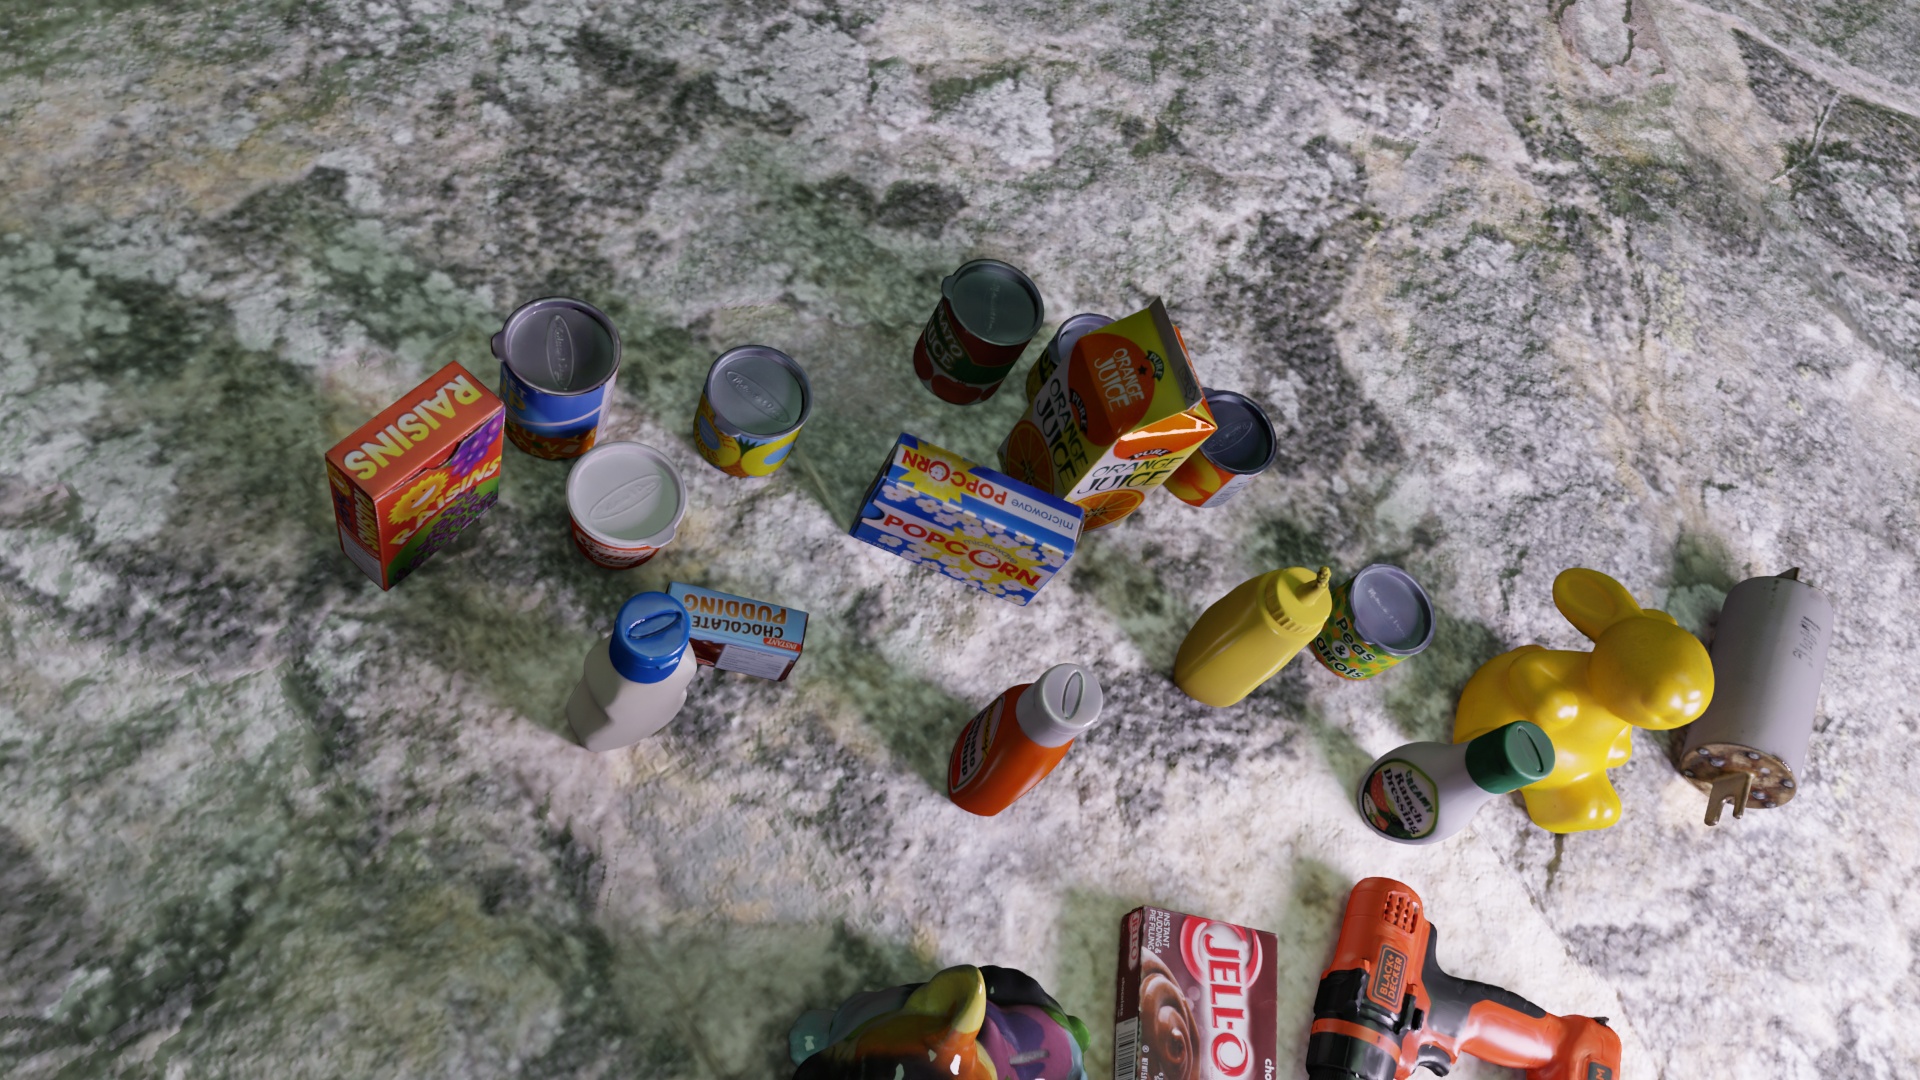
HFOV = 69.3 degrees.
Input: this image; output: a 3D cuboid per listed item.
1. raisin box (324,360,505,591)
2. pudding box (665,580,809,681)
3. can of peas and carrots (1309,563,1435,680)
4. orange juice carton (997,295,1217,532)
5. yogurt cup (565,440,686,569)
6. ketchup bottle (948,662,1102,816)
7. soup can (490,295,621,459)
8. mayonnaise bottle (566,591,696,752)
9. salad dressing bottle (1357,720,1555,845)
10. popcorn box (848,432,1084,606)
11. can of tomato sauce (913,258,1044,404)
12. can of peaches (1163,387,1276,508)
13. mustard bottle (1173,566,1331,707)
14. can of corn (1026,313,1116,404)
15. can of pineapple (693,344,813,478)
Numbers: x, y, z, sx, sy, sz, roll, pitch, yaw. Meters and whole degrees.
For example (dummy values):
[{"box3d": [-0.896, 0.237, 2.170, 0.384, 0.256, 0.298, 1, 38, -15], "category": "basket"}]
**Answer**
[{"box3d": [-0.292, -0.032, 0.750, 0.040, 0.123, 0.086, 43, 59, 3], "category": "raisin box"}, {"box3d": [-0.135, 0.054, 0.809, 0.084, 0.049, 0.030, 14, 62, -14], "category": "pudding box"}, {"box3d": [0.279, 0.058, 0.953, 0.071, 0.058, 0.071, 8, 64, -16], "category": "can of peas and carrots"}, {"box3d": [0.095, -0.073, 0.871, 0.073, 0.191, 0.072, -8, 69, -23], "category": "orange juice carton"}, {"box3d": [-0.199, -0.017, 0.818, 0.072, 0.053, 0.072, 8, 63, -16], "category": "yogurt cup"}, {"box3d": [0.036, 0.110, 0.787, 0.043, 0.148, 0.065, 21, 61, -10], "category": "ketchup bottle"}, {"box3d": [-0.241, -0.095, 0.822, 0.071, 0.083, 0.071, 8, 64, -16], "category": "soup can"}, {"box3d": [-0.170, 0.069, 0.732, 0.065, 0.147, 0.041, -23, 76, -27], "category": "mayonnaise bottle"}, {"box3d": [0.308, 0.150, 0.868, 0.044, 0.147, 0.064, -13, 71, -25], "category": "salad dressing bottle"}, {"box3d": [0.003, -0.011, 0.870, 0.127, 0.085, 0.038, 23, 60, -9], "category": "popcorn box"}, {"box3d": [0.009, -0.139, 0.934, 0.071, 0.082, 0.071, 8, 64, -16], "category": "can of tomato sauce"}, {"box3d": [0.177, -0.065, 0.975, 0.071, 0.057, 0.071, 8, 64, -16], "category": "can of peaches"}, {"box3d": [0.188, 0.054, 0.863, 0.049, 0.159, 0.065, 30, 60, -5], "category": "mustard bottle"}, {"box3d": [0.083, -0.115, 0.964, 0.071, 0.058, 0.071, 8, 64, -16], "category": "can of corn"}, {"box3d": [-0.132, -0.079, 0.869, 0.071, 0.057, 0.071, 8, 64, -16], "category": "can of pineapple"}]
